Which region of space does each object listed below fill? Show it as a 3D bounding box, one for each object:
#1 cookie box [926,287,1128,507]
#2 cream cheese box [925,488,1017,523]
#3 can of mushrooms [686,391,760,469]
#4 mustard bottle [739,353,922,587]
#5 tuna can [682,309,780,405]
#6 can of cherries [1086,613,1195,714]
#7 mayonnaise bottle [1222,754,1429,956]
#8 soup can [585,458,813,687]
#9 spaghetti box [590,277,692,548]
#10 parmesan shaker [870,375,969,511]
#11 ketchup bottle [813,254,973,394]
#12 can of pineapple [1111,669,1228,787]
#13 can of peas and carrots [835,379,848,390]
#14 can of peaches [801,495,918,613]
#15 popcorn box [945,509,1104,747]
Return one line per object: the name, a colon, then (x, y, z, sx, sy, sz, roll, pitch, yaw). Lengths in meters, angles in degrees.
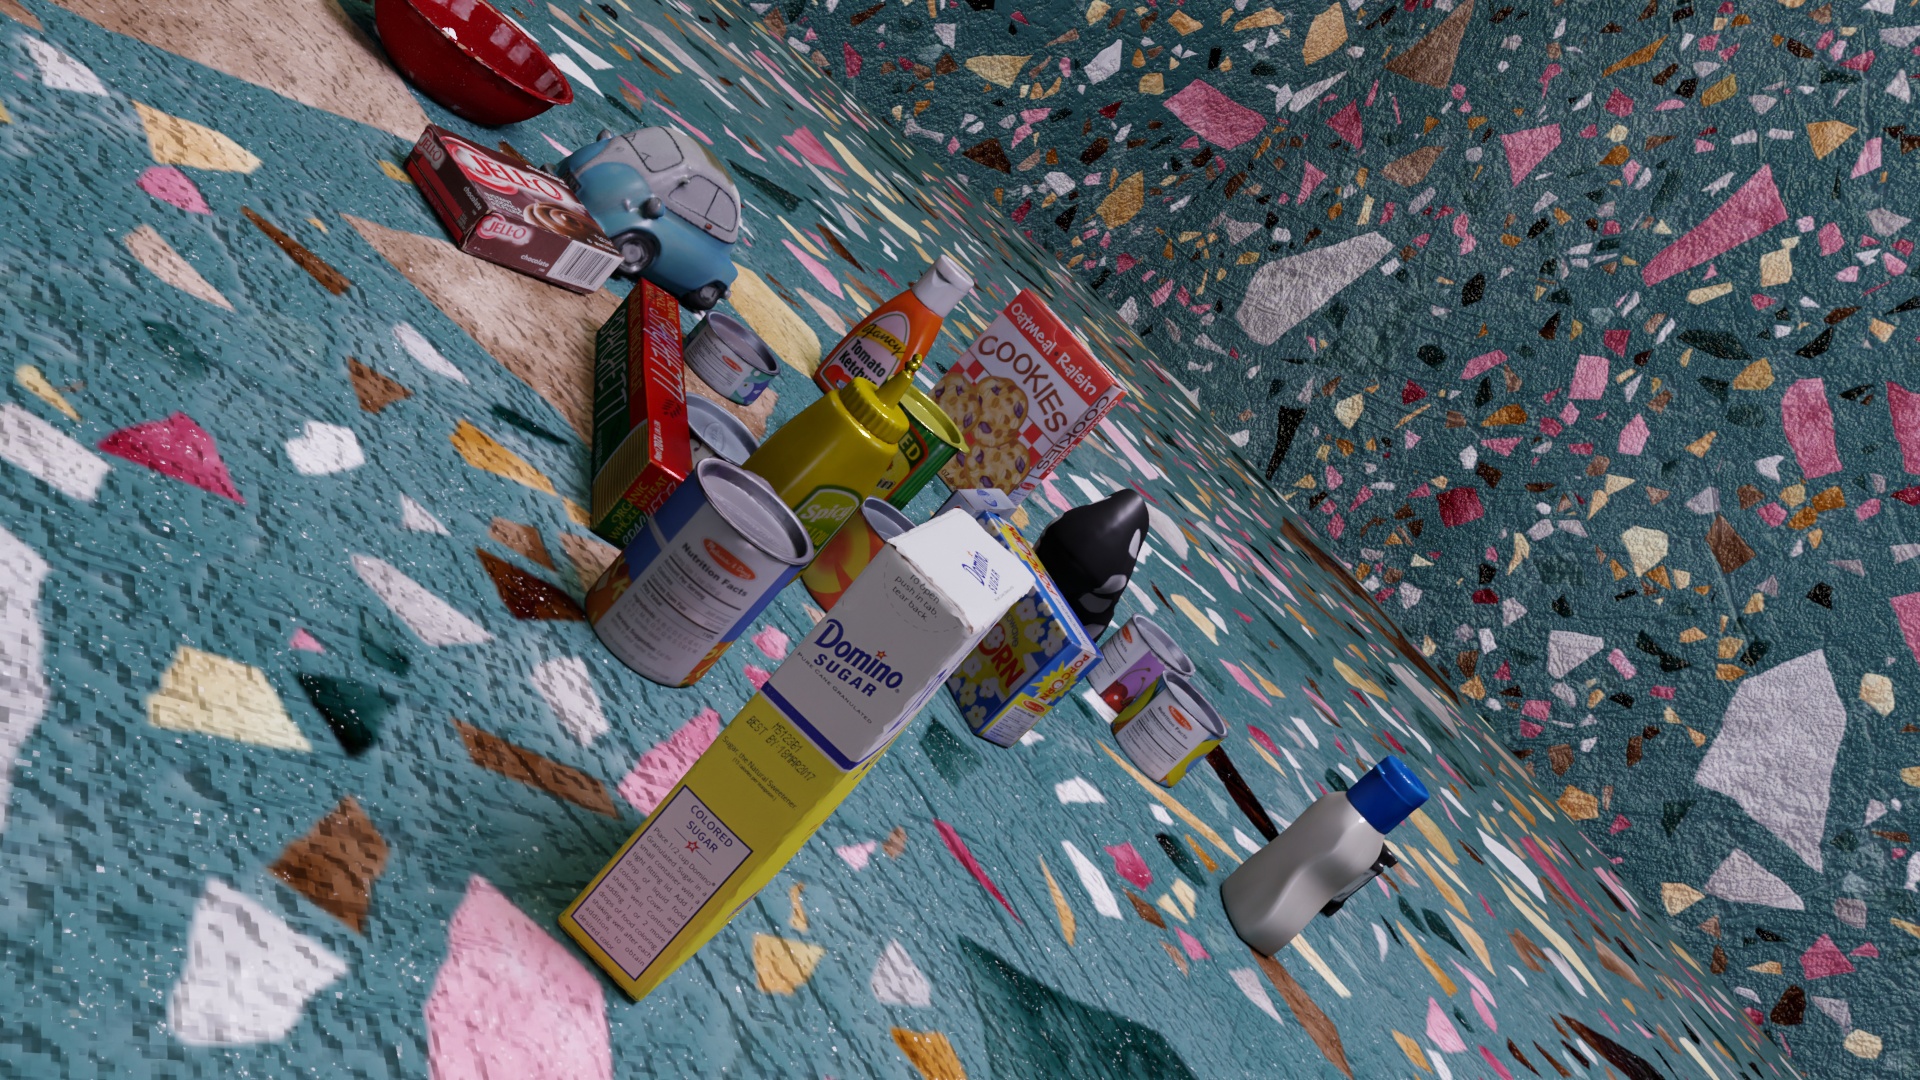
cookie box: (0.043, -0.113, 1.193, 0.123, 0.167, 0.040, 50, 16, 22)
cream cheese box: (0.004, -0.013, 1.052, 0.024, 0.053, 0.104, 47, 16, 12)
can of mushrooms: (-0.148, -0.052, 0.816, 0.071, 0.033, 0.071, 40, 16, -14)
mustard bottle: (-0.074, -0.038, 0.728, 0.049, 0.160, 0.065, 53, 17, 29)
tuna can: (-0.162, -0.129, 0.981, 0.071, 0.032, 0.071, 40, 16, -14)
can of cherries: (0.140, 0.101, 1.083, 0.071, 0.058, 0.072, 40, 16, -14)
mayonnaise bottle: (0.236, 0.200, 0.898, 0.041, 0.147, 0.065, 39, 16, -17)
soup can: (-0.118, 0.014, 0.629, 0.071, 0.083, 0.071, 40, 16, -14)
spaghetti box: (-0.180, -0.079, 0.777, 0.028, 0.050, 0.251, 35, 18, -29)
parmesan shaker: (-0.054, -0.046, 0.904, 0.071, 0.103, 0.071, 40, 16, -14)
ketchup bottle: (-0.051, -0.167, 1.137, 0.065, 0.148, 0.043, 47, 15, 10)
can of pineapple: (0.154, 0.138, 1.023, 0.071, 0.057, 0.071, 40, 16, -14)
can of peas and carrots: (-0.079, -0.070, 0.983, 0.071, 0.058, 0.071, 40, 16, -14)
can of peaches: (-0.052, 0.017, 0.828, 0.071, 0.058, 0.071, 40, 16, -14)
popcorn box: (0.024, 0.054, 0.869, 0.038, 0.085, 0.127, 29, 22, -44)
